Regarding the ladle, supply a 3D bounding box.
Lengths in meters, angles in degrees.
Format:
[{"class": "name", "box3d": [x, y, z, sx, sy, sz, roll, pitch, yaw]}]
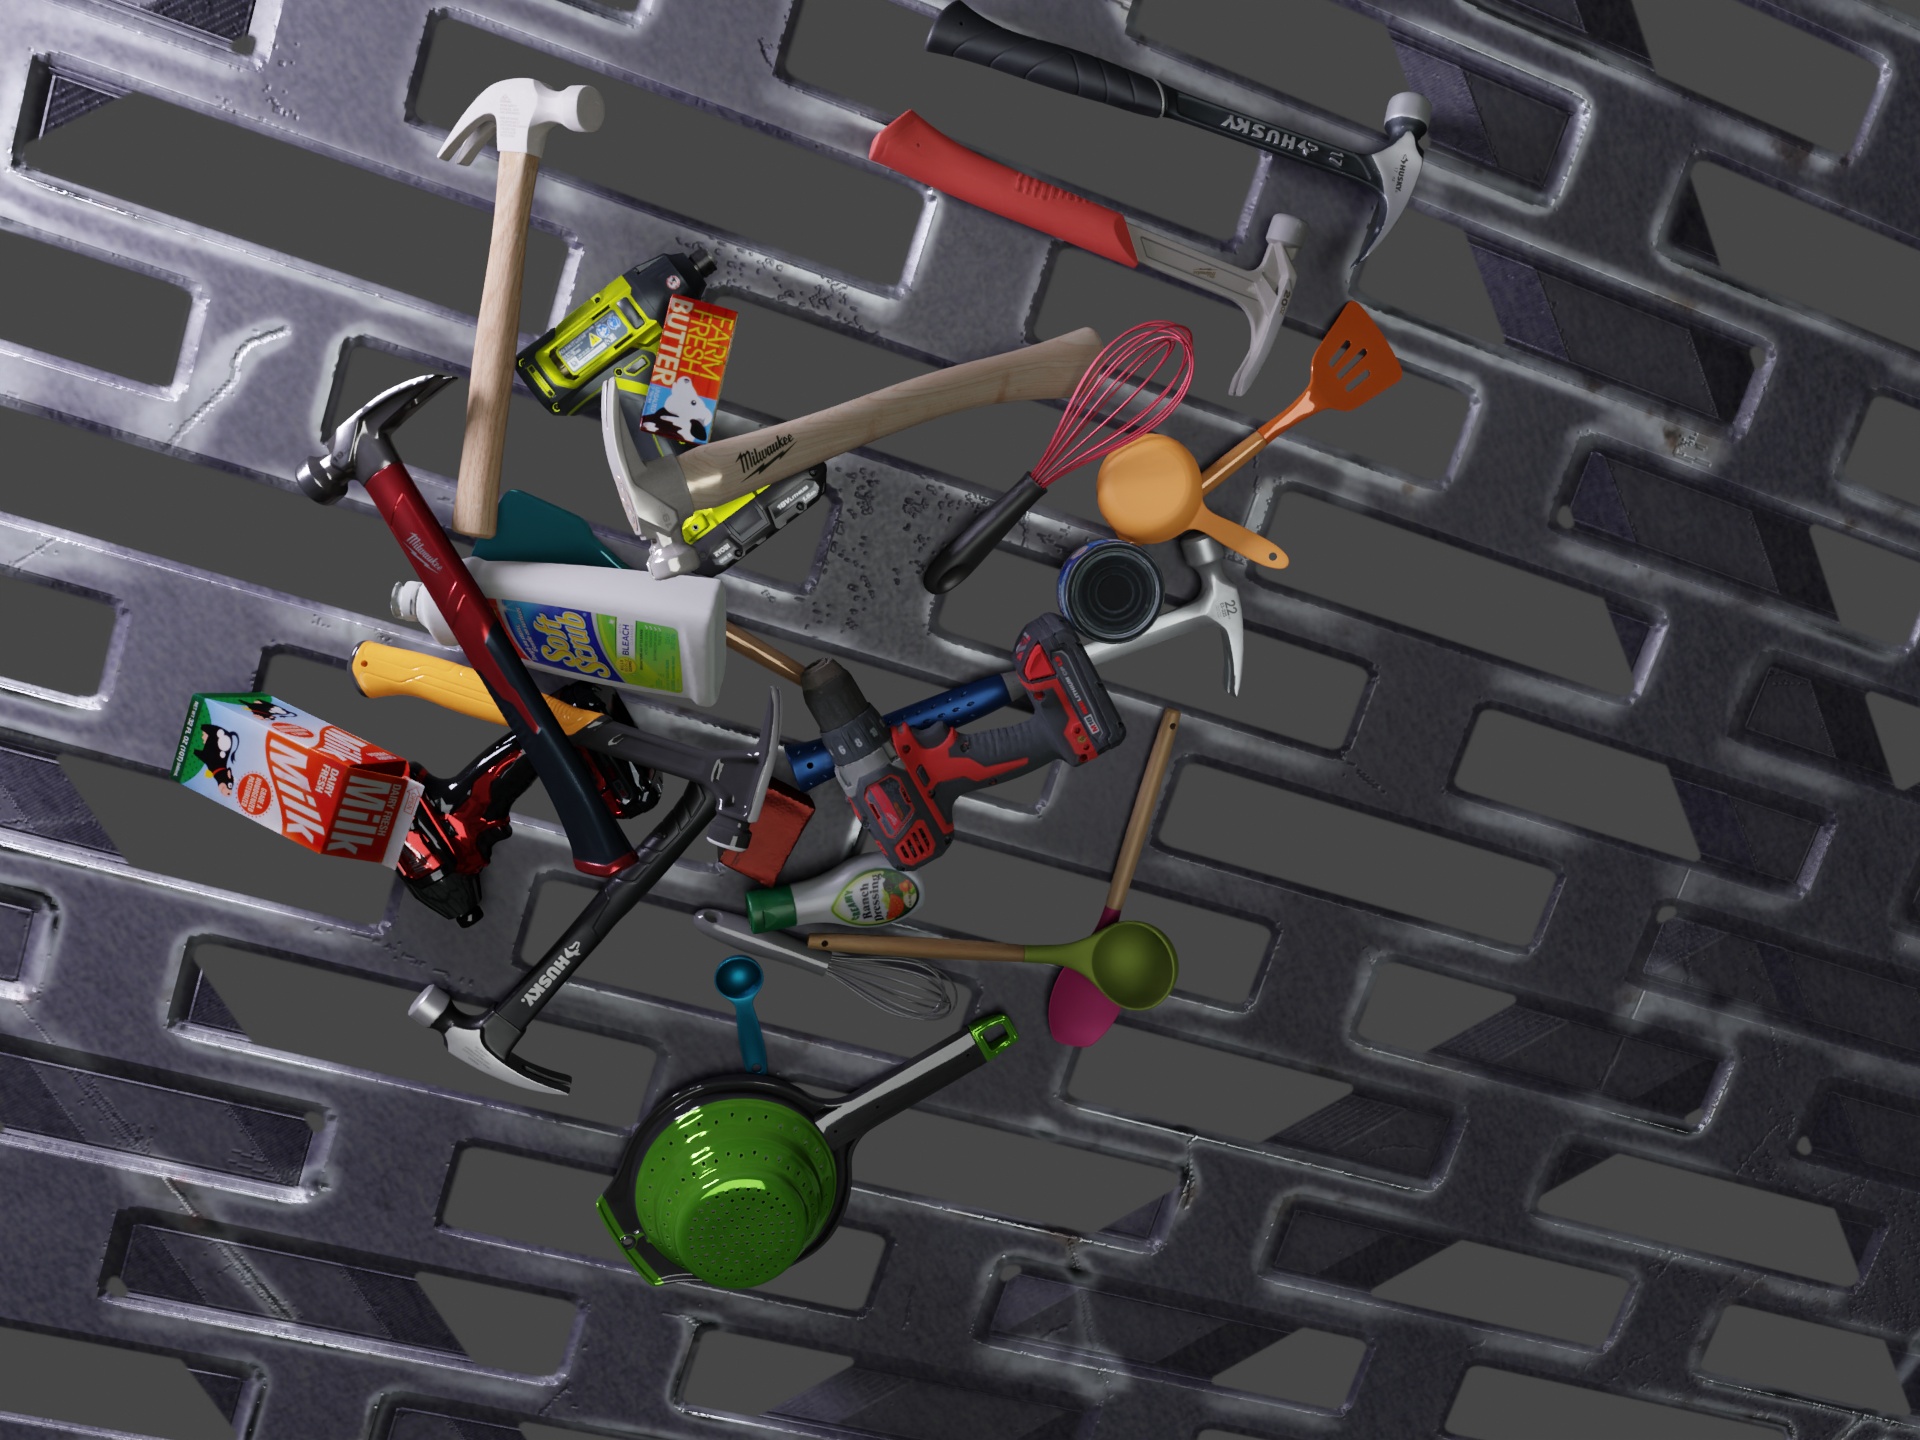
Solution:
[{"class": "ladle", "box3d": [0.030, 0.200, 1.357, 0.320, 0.062, 0.078, 5, 96, -11]}]

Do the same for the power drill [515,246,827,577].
[{"class": "power drill", "box3d": [-0.209, -0.239, 1.232, 0.171, 0.080, 0.223, -37, 103, 0]}]

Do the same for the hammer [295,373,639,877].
[{"class": "hammer", "box3d": [-0.335, -0.062, 1.165, 0.143, 0.038, 0.386, -32, 88, 17]}]

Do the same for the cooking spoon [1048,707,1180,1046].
[{"class": "cooking spoon", "box3d": [0.143, 0.141, 1.404, 0.068, 0.017, 0.319, 13, 100, -15]}]

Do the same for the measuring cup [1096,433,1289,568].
[{"class": "measuring cup", "box3d": [0.190, -0.170, 1.294, 0.173, 0.052, 0.095, 30, 94, 9]}]

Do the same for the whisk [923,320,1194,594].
[{"class": "whisk", "box3d": [0.076, -0.205, 1.278, 0.073, 0.073, 0.296, 42, 107, -15]}]

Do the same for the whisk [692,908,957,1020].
[{"class": "whisk", "box3d": [-0.115, 0.205, 1.363, 0.239, 0.055, 0.055, 21, 98, -9]}]

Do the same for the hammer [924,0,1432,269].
[{"class": "hammer", "box3d": [0.171, -0.477, 1.250, 0.409, 0.036, 0.149, 15, 81, -9]}]

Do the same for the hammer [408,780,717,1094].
[{"class": "hammer", "box3d": [-0.295, 0.166, 1.328, 0.146, 0.035, 0.335, 41, 93, -15]}]

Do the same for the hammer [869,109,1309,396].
[{"class": "hammer", "box3d": [0.097, -0.387, 1.270, 0.359, 0.037, 0.149, 17, 99, -13]}]

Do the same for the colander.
[{"class": "colander", "box3d": [-0.119, 0.376, 1.370, 0.397, 0.094, 0.204, -29, 108, -3]}]

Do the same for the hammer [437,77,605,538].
[{"class": "hammer", "box3d": [-0.342, -0.301, 1.175, 0.130, 0.031, 0.331, 14, 100, 27]}]

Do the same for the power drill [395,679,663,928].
[{"class": "power drill", "box3d": [-0.357, 0.068, 1.276, 0.219, 0.079, 0.143, -27, 104, 1]}]

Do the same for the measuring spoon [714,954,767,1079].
[{"class": "measuring spoon", "box3d": [-0.185, 0.257, 1.379, 0.042, 0.021, 0.128, -9, 113, -6]}]

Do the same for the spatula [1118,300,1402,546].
[{"class": "spatula", "box3d": [0.232, -0.223, 1.337, 0.322, 0.041, 0.081, -38, 105, 5]}]

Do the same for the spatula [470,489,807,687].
[{"class": "spatula", "box3d": [-0.231, -0.086, 1.278, 0.317, 0.044, 0.082, 29, 120, -16]}]

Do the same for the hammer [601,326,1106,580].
[{"class": "hammer", "box3d": [-0.068, -0.240, 1.211, 0.410, 0.038, 0.146, -23, 105, -23]}]

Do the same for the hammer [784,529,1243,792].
[{"class": "hammer", "box3d": [0.050, -0.026, 1.342, 0.405, 0.035, 0.144, -21, 105, -4]}]

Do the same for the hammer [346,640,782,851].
[{"class": "hammer", "box3d": [-0.303, -0.008, 1.207, 0.337, 0.034, 0.127, 16, 90, 5]}]

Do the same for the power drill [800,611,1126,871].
[{"class": "power drill", "box3d": [-0.002, -0.004, 1.283, 0.226, 0.080, 0.187, -29, 105, 1]}]
